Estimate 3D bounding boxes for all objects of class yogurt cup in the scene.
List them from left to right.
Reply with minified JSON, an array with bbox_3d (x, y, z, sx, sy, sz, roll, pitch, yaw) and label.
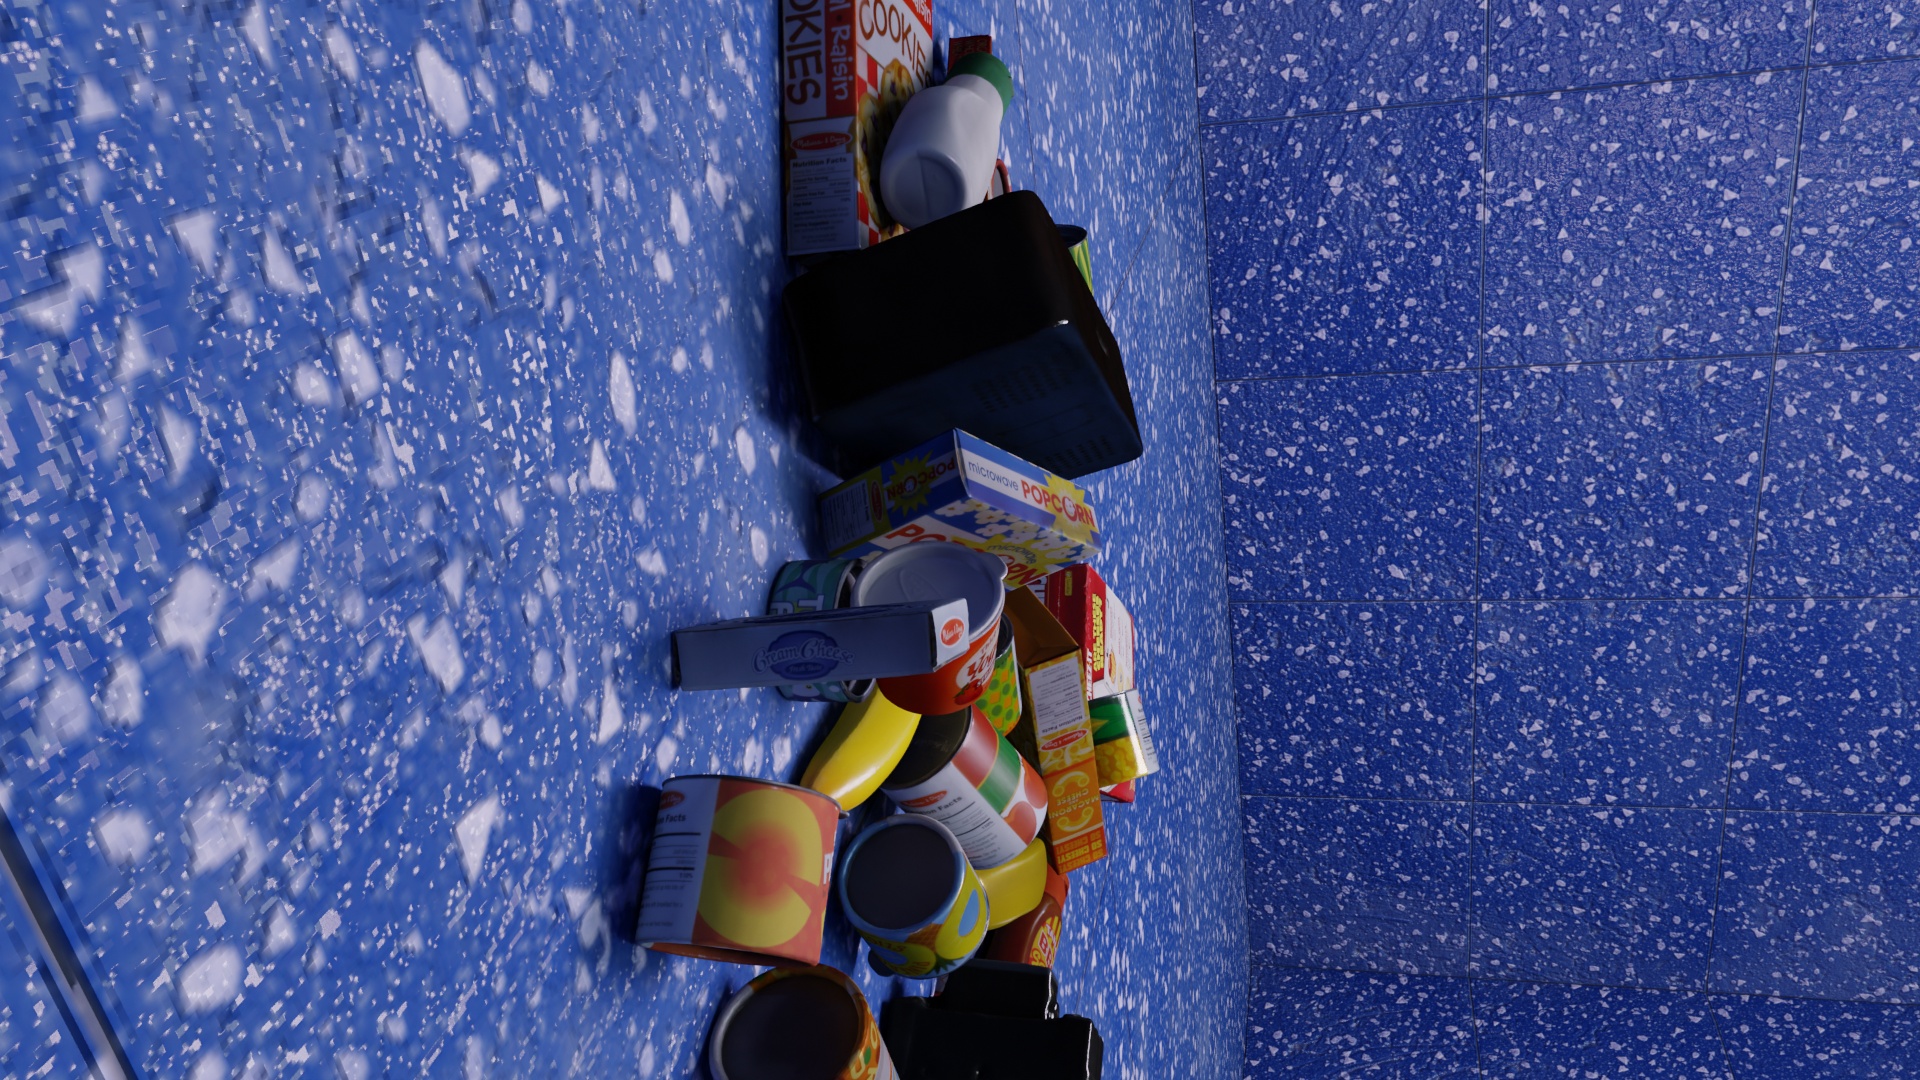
[{"bbox_3d":[-0.013,0.042,0.625,0.073,0.072,0.053,-75,166,-46],"label":"yogurt cup"}]

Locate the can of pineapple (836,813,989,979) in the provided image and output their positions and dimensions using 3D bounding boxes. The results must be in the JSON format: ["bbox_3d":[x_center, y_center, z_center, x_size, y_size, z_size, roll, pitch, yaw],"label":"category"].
[{"bbox_3d":[-0.024,0.180,0.696,0.057,0.071,0.071,69,25,-50],"label":"can of pineapple"}]

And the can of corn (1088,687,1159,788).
[{"bbox_3d":[0.094,0.137,0.945,0.071,0.071,0.058,16,58,-74],"label":"can of corn"}]

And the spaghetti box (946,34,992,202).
[{"bbox_3d":[0.004,-0.224,0.816,0.251,0.029,0.049,-88,177,-48],"label":"spaghetti box"}]

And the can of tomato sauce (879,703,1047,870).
[{"bbox_3d":[-0.001,0.124,0.736,0.083,0.071,0.071,51,36,-35],"label":"can of tomato sauce"}]

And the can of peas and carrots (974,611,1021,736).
[{"bbox_3d":[-0.002,0.077,0.785,0.071,0.071,0.058,-69,156,-53],"label":"can of peas and carrots"}]

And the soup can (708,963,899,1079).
[{"bbox_3d":[-0.056,0.223,0.565,0.072,0.071,0.083,-73,156,-48],"label":"soup can"}]

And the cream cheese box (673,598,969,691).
[{"bbox_3d":[-0.052,0.040,0.536,0.053,0.104,0.024,-8,93,-76],"label":"cream cheese box"}]

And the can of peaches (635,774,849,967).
[{"bbox_3d":[-0.077,0.121,0.501,0.071,0.071,0.058,58,35,-62],"label":"can of peaches"}]

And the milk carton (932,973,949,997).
[{"bbox_3d":[0.010,0.347,0.795,0.073,0.072,0.191,57,36,-63],"label":"milk carton"}]

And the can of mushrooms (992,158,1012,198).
[{"bbox_3d":[0.013,-0.221,0.921,0.071,0.033,0.071,-2,91,-74],"label":"can of mushrooms"}]

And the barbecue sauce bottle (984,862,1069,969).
[{"bbox_3d":[0.047,0.284,0.984,0.149,0.043,0.064,-57,142,-65],"label":"barbecue sauce bottle"}]

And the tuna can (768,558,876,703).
[{"bbox_3d":[-0.062,0.041,0.633,0.071,0.033,0.071,-3,91,-75],"label":"tuna can"}]

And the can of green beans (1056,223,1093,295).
[{"bbox_3d":[0.066,-0.201,1.051,0.071,0.071,0.057,-67,152,-57],"label":"can of green beans"}]

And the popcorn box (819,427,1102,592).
[{"bbox_3d":[0.002,-0.009,0.695,0.126,0.085,0.038,20,52,-52],"label":"popcorn box"}]

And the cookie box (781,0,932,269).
[{"bbox_3d":[-0.047,-0.213,0.691,0.123,0.040,0.167,5,84,-74],"label":"cookie box"}]

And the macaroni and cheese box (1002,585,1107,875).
[{"bbox_3d":[0.042,0.110,0.885,0.124,0.040,0.165,-129,-155,-56],"label":"macaroni and cheese box"}]

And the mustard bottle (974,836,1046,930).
[{"bbox_3d":[0.004,0.199,0.802,0.160,0.065,0.049,8,85,-71],"label":"mustard bottle"}]

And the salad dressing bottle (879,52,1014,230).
[{"bbox_3d":[-0.002,-0.204,0.697,0.148,0.044,0.064,-72,156,-52],"label":"salad dressing bottle"}]
